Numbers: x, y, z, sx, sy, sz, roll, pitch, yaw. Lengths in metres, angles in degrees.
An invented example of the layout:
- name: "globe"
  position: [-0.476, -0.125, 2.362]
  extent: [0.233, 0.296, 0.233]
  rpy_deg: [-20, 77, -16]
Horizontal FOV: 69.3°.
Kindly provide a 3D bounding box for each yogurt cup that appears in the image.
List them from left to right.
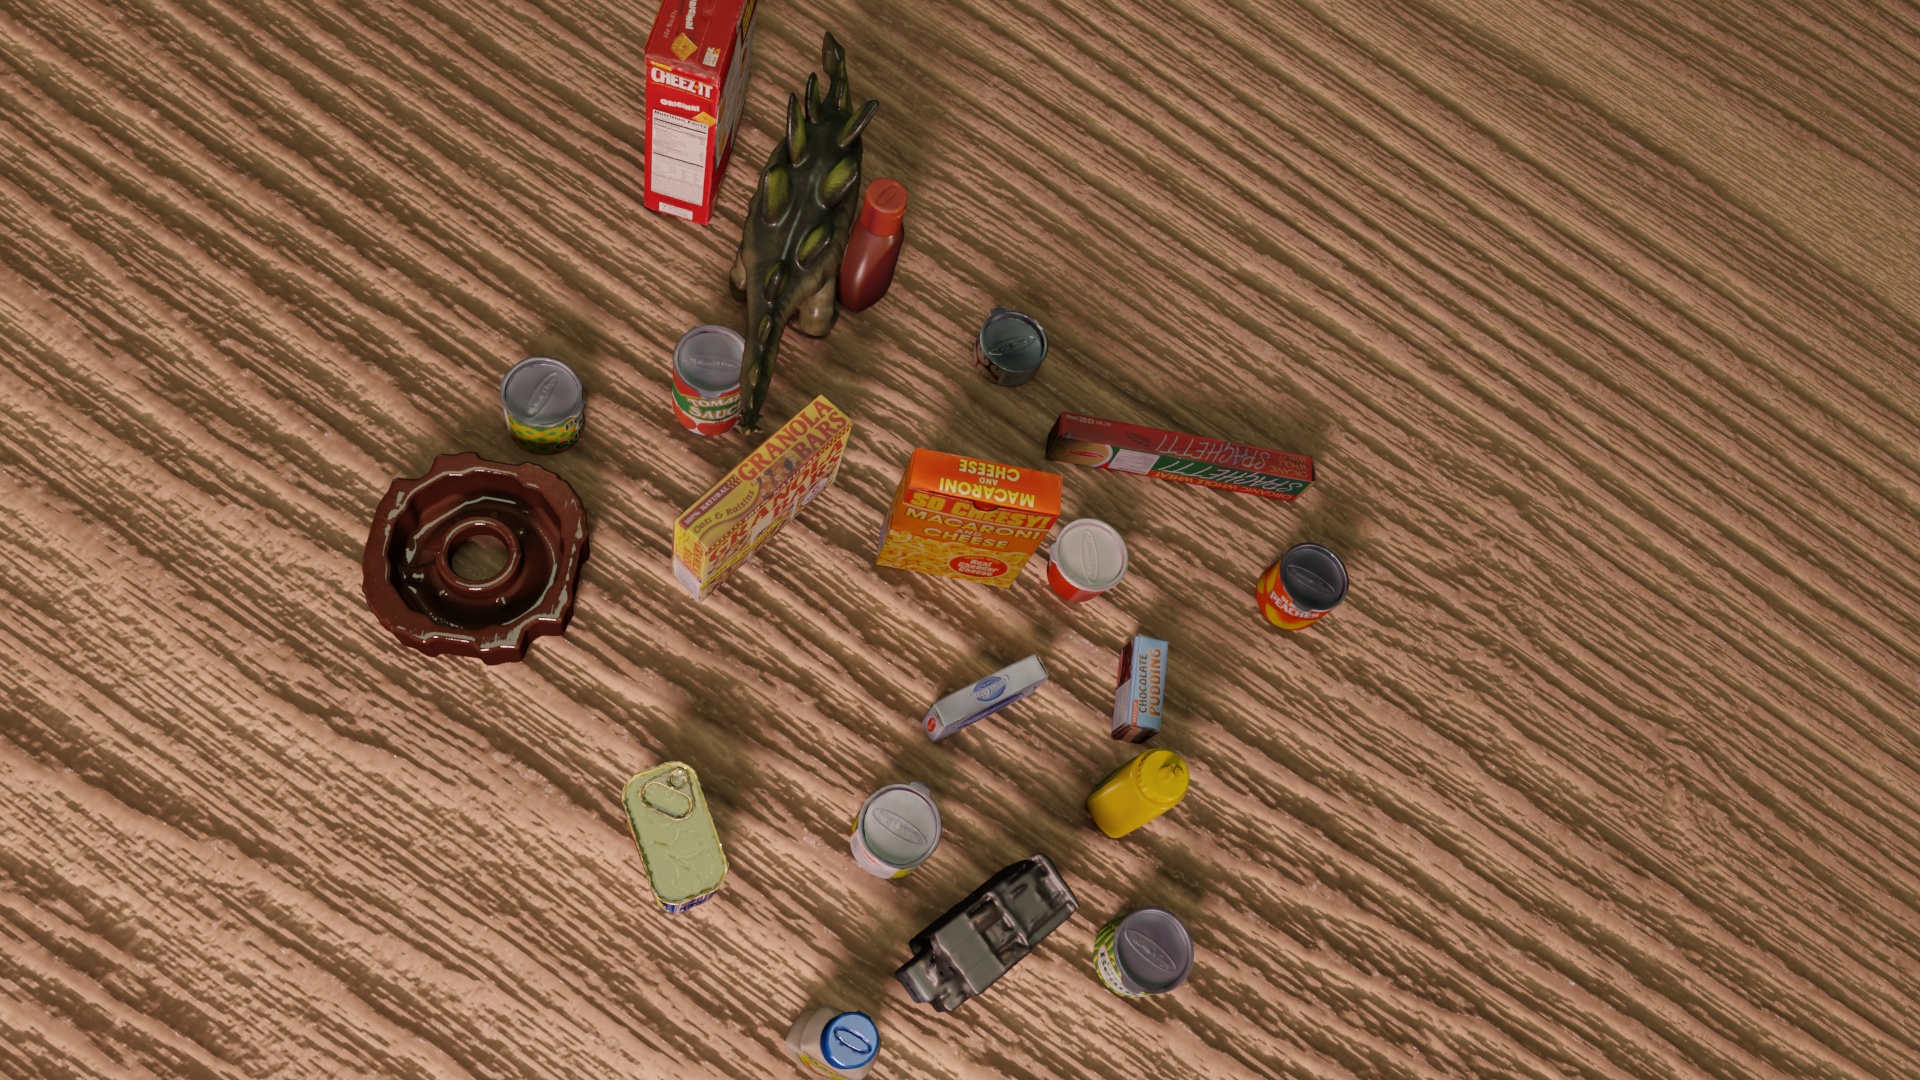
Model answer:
- name: "yogurt cup"
  position: [0.109, 0.021, 1.228]
  extent: [0.072, 0.053, 0.072]
  rpy_deg: [5, 67, -11]

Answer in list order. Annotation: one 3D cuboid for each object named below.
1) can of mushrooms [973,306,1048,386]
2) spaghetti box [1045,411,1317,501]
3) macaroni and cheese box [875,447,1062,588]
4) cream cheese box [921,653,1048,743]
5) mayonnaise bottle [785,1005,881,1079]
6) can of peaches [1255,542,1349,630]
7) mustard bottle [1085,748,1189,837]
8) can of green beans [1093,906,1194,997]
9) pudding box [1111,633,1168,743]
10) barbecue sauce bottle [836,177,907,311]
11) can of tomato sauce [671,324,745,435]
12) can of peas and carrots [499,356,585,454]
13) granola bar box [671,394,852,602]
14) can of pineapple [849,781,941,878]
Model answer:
- name: "can of mushrooms"
  position: [0.046, -0.183, 1.310]
  extent: [0.071, 0.033, 0.071]
  rpy_deg: [5, 67, -11]
- name: "spaghetti box"
  position: [0.205, -0.076, 1.293]
  extent: [0.250, 0.050, 0.029]
  rpy_deg: [9, 67, -9]
- name: "macaroni and cheese box"
  position: [0.004, -0.015, 1.157]
  extent: [0.124, 0.165, 0.040]
  rpy_deg: [10, 67, -9]
- name: "cream cheese box"
  position: [0.020, 0.132, 1.162]
  extent: [0.104, 0.053, 0.024]
  rpy_deg: [-24, 75, -21]
- name: "mayonnaise bottle"
  position: [-0.087, 0.359, 0.991]
  extent: [0.065, 0.147, 0.041]
  rpy_deg: [30, 65, 0]
- name: "can of peaches"
  position: [0.309, 0.044, 1.262]
  extent: [0.071, 0.057, 0.071]
  rpy_deg: [5, 67, -11]
- name: "mustard bottle"
  position: [0.148, 0.195, 1.106]
  extent: [0.065, 0.159, 0.049]
  rpy_deg: [-34, 79, -23]
- name: "can of green beans"
  position: [0.145, 0.329, 1.106]
  extent: [0.071, 0.057, 0.071]
  rpy_deg: [5, 67, -11]
- name: "pudding box"
  position: [0.154, 0.128, 1.197]
  extent: [0.030, 0.049, 0.084]
  rpy_deg: [12, 66, -8]
- name: "barbecue sauce bottle"
  position: [-0.077, -0.268, 1.254]
  extent: [0.044, 0.148, 0.065]
  rpy_deg: [38, 65, 4]
- name: "can of tomato sauce"
  position: [-0.216, -0.136, 1.203]
  extent: [0.071, 0.082, 0.071]
  rpy_deg: [5, 67, -11]
- name: "can of peas and carrots"
  position: [-0.350, -0.112, 1.176]
  extent: [0.071, 0.058, 0.071]
  rpy_deg: [5, 67, -11]
- name: "granola bar box"
  position: [-0.166, -0.035, 1.149]
  extent: [0.039, 0.123, 0.166]
  rpy_deg: [43, 66, 6]
- name: "can of pineapple"
  position: [-0.051, 0.230, 1.102]
  extent: [0.071, 0.057, 0.071]
  rpy_deg: [5, 67, -11]
